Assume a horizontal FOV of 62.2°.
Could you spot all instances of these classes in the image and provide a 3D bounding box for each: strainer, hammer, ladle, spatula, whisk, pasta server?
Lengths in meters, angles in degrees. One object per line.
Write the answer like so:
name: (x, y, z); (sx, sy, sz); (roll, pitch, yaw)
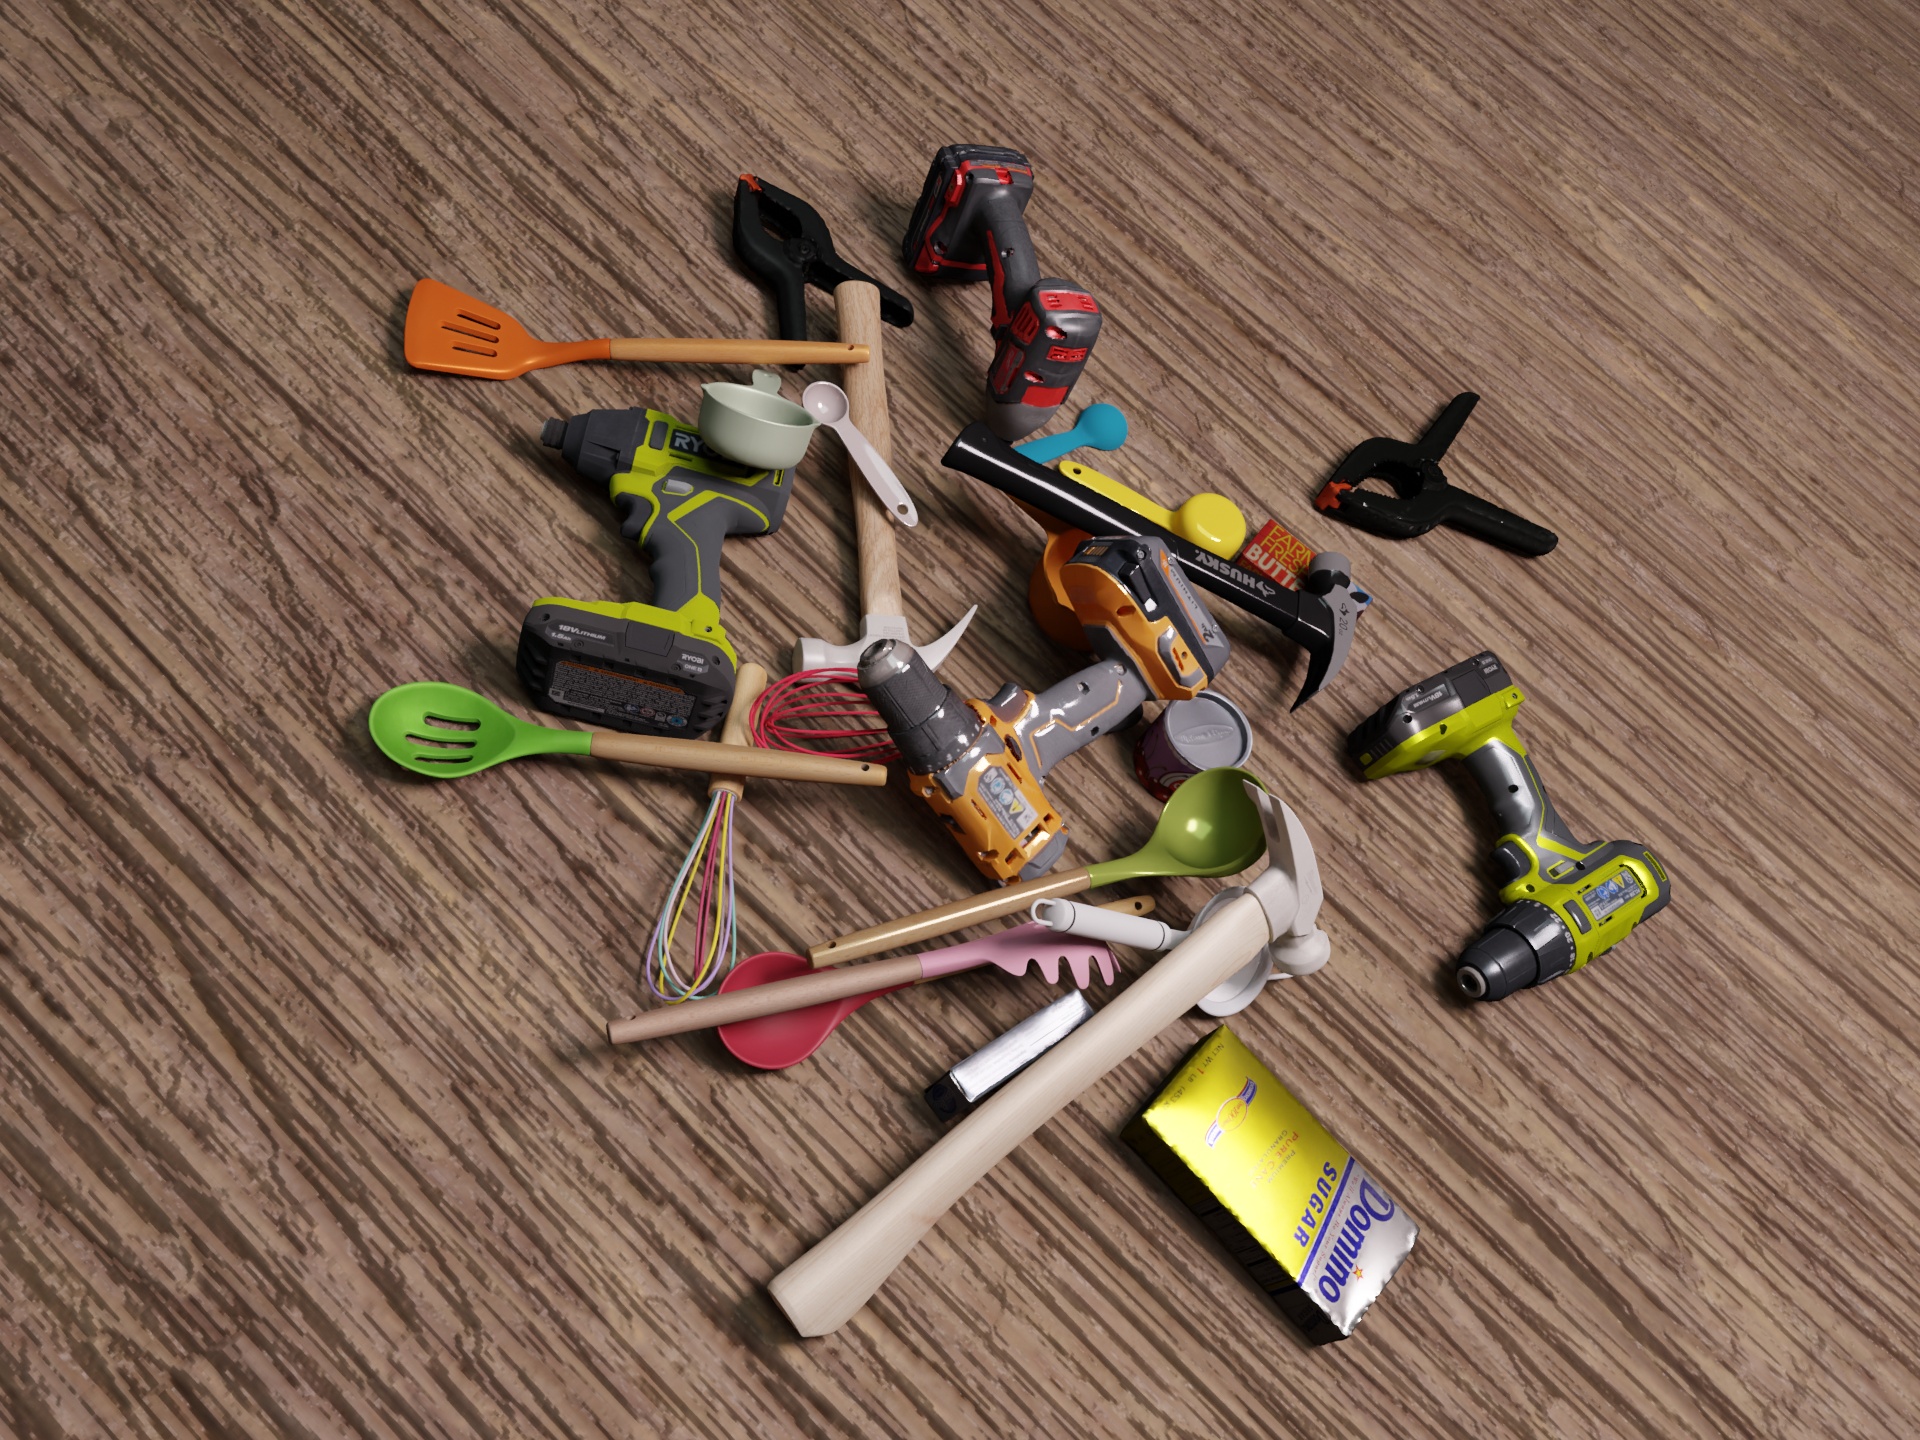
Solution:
strainer: (0.126, 0.135, 1.000); (0.258, 0.050, 0.087); (19, 84, -45)
hammer: (0.138, -0.123, 1.137); (0.334, 0.035, 0.146); (24, 51, -15)
ladle: (-0.009, 0.151, 1.001); (0.315, 0.031, 0.069); (-12, 83, -27)
hammer: (-0.062, -0.175, 1.148); (0.130, 0.031, 0.332); (3, 67, -19)
ladle: (0.055, 0.095, 0.981); (0.320, 0.062, 0.078); (-14, 38, -23)
hammer: (0.057, 0.200, 0.926); (0.410, 0.146, 0.038); (-36, 37, -20)
spatula: (-0.226, -0.270, 1.135); (0.322, 0.041, 0.081); (0, 61, -5)
whisk: (-0.002, -0.003, 1.076); (0.295, 0.073, 0.073); (-2, 63, -27)
whisk: (-0.148, 0.065, 0.993); (0.051, 0.047, 0.245); (14, 55, -10)
pasta server: (-0.050, 0.159, 0.940); (0.316, 0.060, 0.040); (-9, 101, -22)

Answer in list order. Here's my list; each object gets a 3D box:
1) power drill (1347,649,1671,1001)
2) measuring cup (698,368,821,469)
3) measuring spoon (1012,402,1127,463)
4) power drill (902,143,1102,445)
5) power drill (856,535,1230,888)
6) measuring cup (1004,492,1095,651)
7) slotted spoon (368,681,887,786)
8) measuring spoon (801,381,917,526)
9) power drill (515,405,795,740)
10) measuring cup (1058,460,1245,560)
power drill: (0.384, 0.079, 1.148); (0.190, 0.080, 0.229); (-23, 74, -28)
measuring cup: (-0.141, -0.212, 1.103); (0.083, 0.038, 0.168); (16, 21, -11)
measuring spoon: (0.082, -0.222, 1.244); (0.128, 0.021, 0.042); (-25, 72, -30)
power drill: (0.031, -0.324, 1.223); (0.078, 0.143, 0.220); (-4, 57, -26)
power drill: (0.051, -0.029, 1.032); (0.226, 0.084, 0.185); (-45, 114, -18)
measuring cup: (0.065, -0.123, 1.167); (0.095, 0.052, 0.174); (-35, 75, -31)
slotted spoon: (-0.202, 0.020, 0.982); (0.313, 0.031, 0.070); (6, 52, -5)
measuring spoon: (-0.071, -0.185, 1.126); (0.034, 0.018, 0.124); (-36, 89, -28)
power drill: (-0.210, -0.108, 1.052); (0.171, 0.080, 0.223); (14, 54, -12)
measuring cup: (0.150, -0.171, 1.234); (0.156, 0.029, 0.062); (25, 57, -6)
